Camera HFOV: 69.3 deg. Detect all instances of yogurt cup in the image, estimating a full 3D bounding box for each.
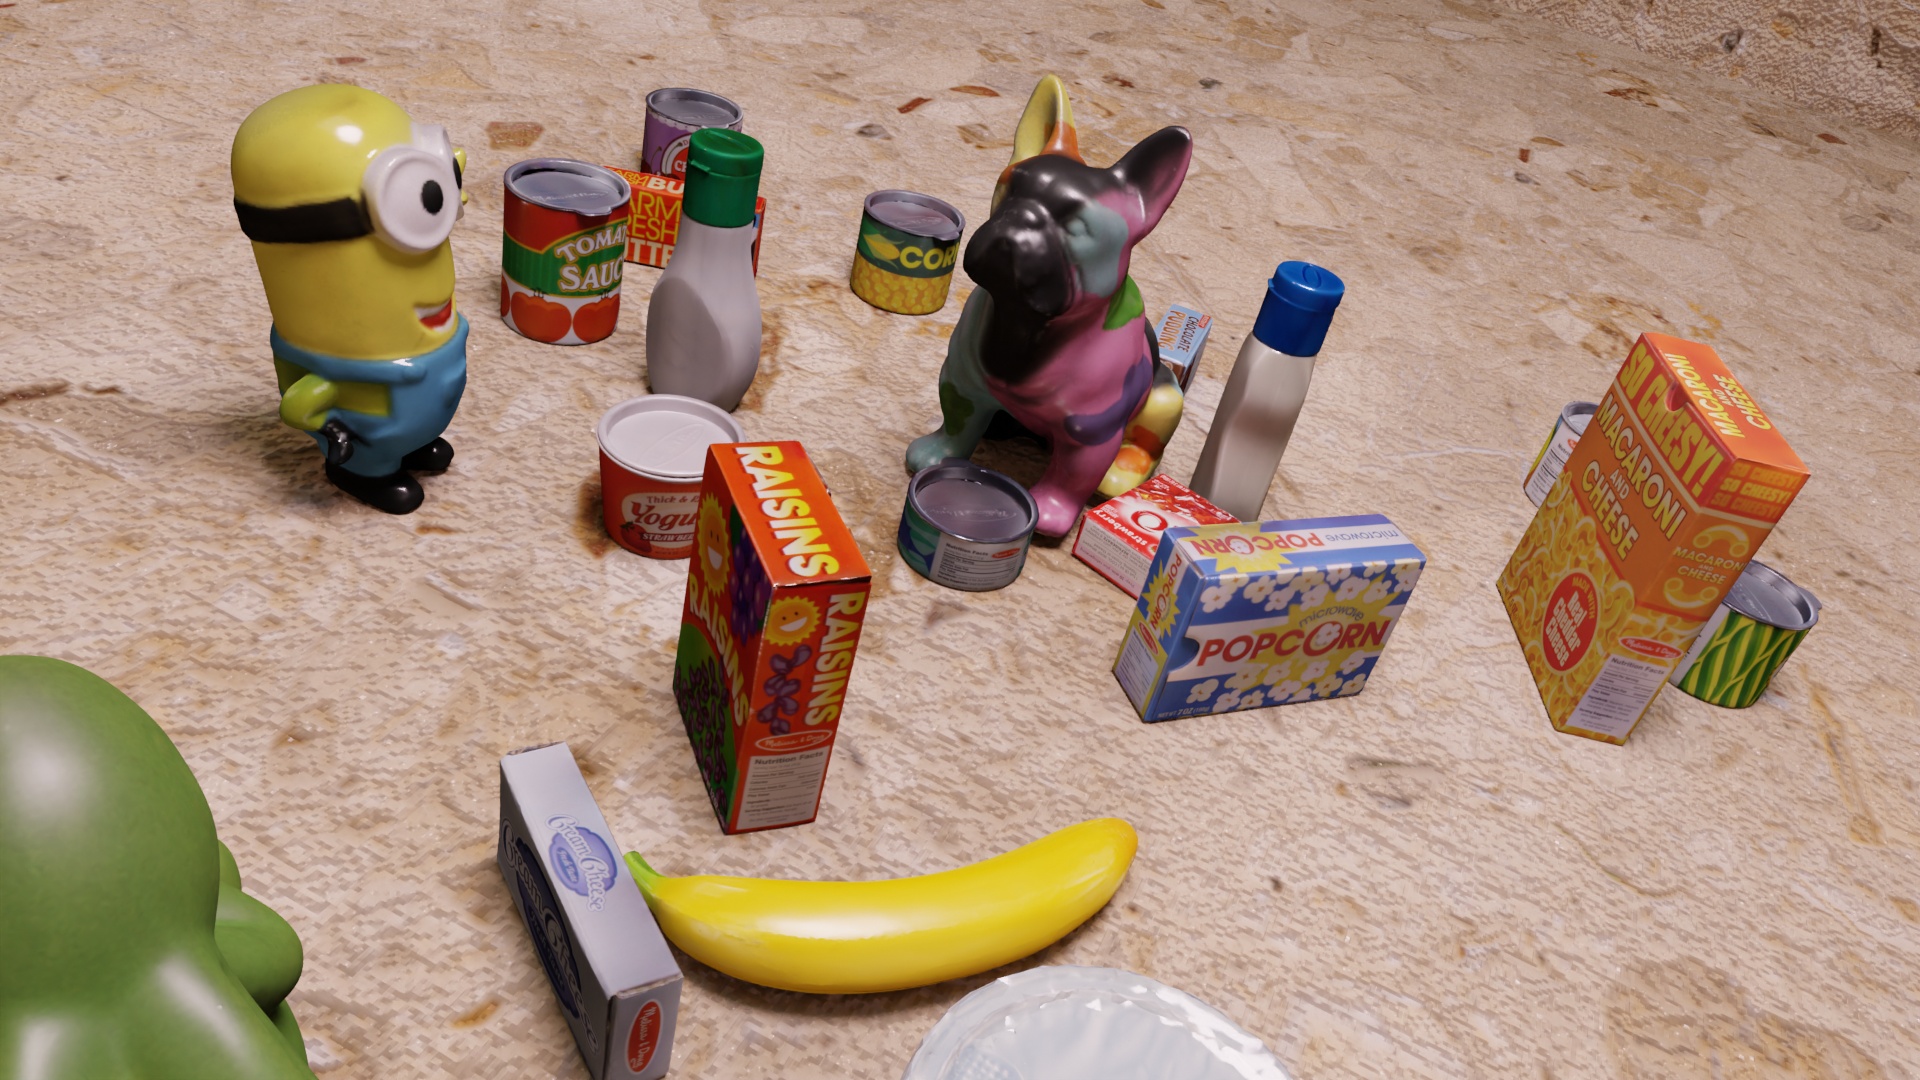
[{"bbox_3d":[-0.136,-0.028,0.645,0.072,0.053,0.073,10,35,-7],"label":"yogurt cup"}]

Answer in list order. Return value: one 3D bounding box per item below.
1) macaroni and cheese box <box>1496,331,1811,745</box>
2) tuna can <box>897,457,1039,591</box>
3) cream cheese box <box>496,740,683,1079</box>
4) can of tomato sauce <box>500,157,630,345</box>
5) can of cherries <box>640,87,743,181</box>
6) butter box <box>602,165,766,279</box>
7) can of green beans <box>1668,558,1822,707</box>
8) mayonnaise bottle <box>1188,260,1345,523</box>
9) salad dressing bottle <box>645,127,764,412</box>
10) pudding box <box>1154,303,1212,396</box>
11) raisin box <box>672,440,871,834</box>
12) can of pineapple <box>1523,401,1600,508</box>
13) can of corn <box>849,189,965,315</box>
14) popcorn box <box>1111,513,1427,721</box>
[{"bbox_3d":[0.333,-0.002,0.689,0.040,0.165,0.124,13,35,-4],"label":"macaroni and cheese box"},{"bbox_3d":[0.002,-0.009,0.689,0.071,0.032,0.071,10,35,-7],"label":"tuna can"},{"bbox_3d":[-0.122,0.119,0.447,0.024,0.053,0.104,-11,43,-33],"label":"cream cheese box"},{"bbox_3d":[-0.218,-0.159,0.770,0.071,0.082,0.071,10,35,-7],"label":"can of tomato sauce"},{"bbox_3d":[-0.186,-0.272,0.960,0.071,0.058,0.072,10,35,-7],"label":"can of cherries"},{"bbox_3d":[-0.175,-0.195,0.862,0.103,0.052,0.024,11,35,-7],"label":"butter box"},{"bbox_3d":[0.410,0.047,0.745,0.071,0.057,0.071,10,35,-7],"label":"can of green beans"},{"bbox_3d":[0.161,-0.075,0.741,0.041,0.147,0.065,15,35,-1],"label":"mayonnaise bottle"},{"bbox_3d":[-0.129,-0.136,0.715,0.064,0.146,0.044,30,37,20],"label":"salad dressing bottle"},{"bbox_3d":[0.129,-0.108,0.860,0.030,0.049,0.084,22,35,10],"label":"pudding box"},{"bbox_3d":[-0.073,0.036,0.520,0.040,0.122,0.086,-4,39,-25],"label":"raisin box"},{"bbox_3d":[0.397,-0.046,0.869,0.071,0.057,0.071,10,35,-7],"label":"can of pineapple"},{"bbox_3d":[-0.033,-0.185,0.898,0.071,0.058,0.071,10,35,-7],"label":"can of corn"},{"bbox_3d":[0.141,0.034,0.637,0.127,0.084,0.038,-4,39,-25],"label":"popcorn box"}]
